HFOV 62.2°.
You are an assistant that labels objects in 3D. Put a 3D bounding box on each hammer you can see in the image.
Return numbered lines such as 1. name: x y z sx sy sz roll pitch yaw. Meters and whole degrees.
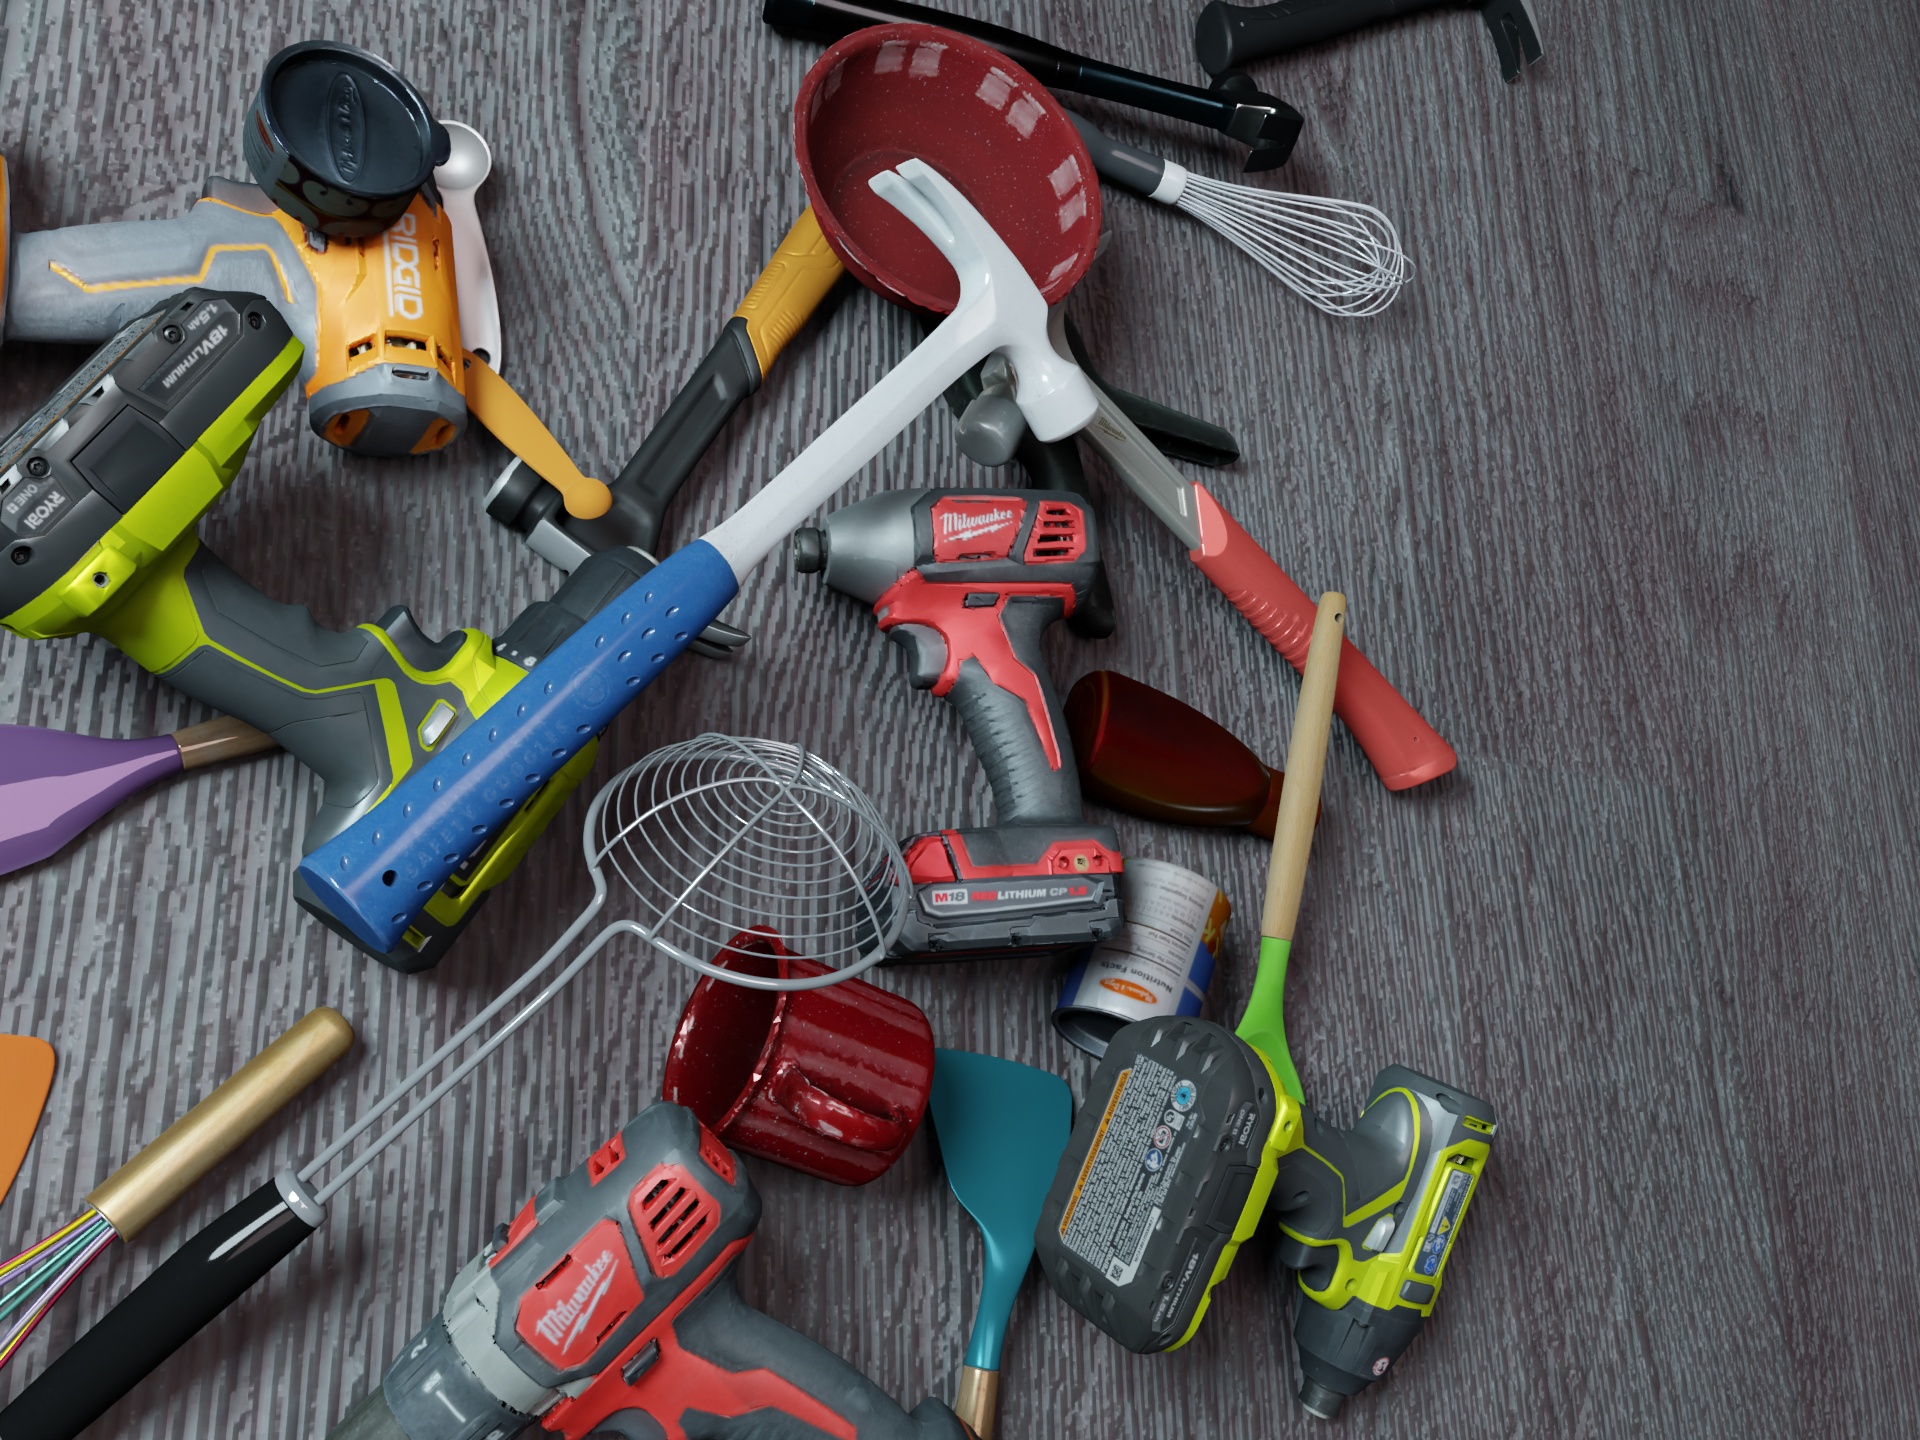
1. hammer: 0.278 -0.483 1.083 0.335 0.035 0.146 -29 91 -34
2. hammer: -0.088 -0.188 0.774 0.127 0.034 0.337 36 60 -16
3. hammer: -0.093 -0.073 0.630 0.405 0.035 0.144 -48 117 -29
4. hammer: 0.048 -0.366 0.889 0.331 0.033 0.128 4 35 -24
5. hammer: 0.153 -0.090 0.860 0.358 0.037 0.149 41 61 -22

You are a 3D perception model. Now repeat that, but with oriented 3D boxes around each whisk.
1. whisk: 0.149 -0.308 0.944 0.284 0.070 0.070 15 68 -21
2. whisk: -0.305 0.181 0.529 0.047 0.051 0.245 48 54 -3

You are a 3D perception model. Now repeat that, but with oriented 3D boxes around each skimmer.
1. skimmer: -0.175 0.137 0.580 0.363 0.090 0.127 -42 64 -12

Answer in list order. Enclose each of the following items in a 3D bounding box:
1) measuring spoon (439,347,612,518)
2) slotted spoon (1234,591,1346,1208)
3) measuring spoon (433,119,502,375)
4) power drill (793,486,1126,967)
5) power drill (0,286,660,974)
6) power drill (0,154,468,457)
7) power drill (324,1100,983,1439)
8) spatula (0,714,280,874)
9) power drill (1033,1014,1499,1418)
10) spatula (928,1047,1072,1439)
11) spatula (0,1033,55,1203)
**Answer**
1. measuring spoon: -0.188 -0.126 0.676 0.021 0.011 0.117 -36 69 -26
2. slotted spoon: 0.167 0.086 0.812 0.070 0.031 0.314 15 81 -29
3. measuring spoon: -0.223 -0.207 0.715 0.034 0.018 0.124 -7 86 -23
4. power drill: -0.001 -0.002 0.729 0.143 0.078 0.220 -1 76 -16
5. power drill: -0.224 -0.043 0.586 0.228 0.080 0.191 49 63 -33
6. power drill: -0.311 -0.195 0.619 0.226 0.084 0.164 1 75 -35
7. power drill: -0.103 0.276 0.583 0.188 0.080 0.226 -43 102 -7
8. spatula: -0.276 0.002 0.614 0.316 0.018 0.060 -19 85 -33
9. power drill: 0.147 0.231 0.730 0.223 0.080 0.171 25 86 -37
10. spatula: 0.001 0.305 0.686 0.082 0.044 0.318 18 71 -26
11. spatula: -0.456 0.091 0.478 0.322 0.041 0.081 22 66 -19
